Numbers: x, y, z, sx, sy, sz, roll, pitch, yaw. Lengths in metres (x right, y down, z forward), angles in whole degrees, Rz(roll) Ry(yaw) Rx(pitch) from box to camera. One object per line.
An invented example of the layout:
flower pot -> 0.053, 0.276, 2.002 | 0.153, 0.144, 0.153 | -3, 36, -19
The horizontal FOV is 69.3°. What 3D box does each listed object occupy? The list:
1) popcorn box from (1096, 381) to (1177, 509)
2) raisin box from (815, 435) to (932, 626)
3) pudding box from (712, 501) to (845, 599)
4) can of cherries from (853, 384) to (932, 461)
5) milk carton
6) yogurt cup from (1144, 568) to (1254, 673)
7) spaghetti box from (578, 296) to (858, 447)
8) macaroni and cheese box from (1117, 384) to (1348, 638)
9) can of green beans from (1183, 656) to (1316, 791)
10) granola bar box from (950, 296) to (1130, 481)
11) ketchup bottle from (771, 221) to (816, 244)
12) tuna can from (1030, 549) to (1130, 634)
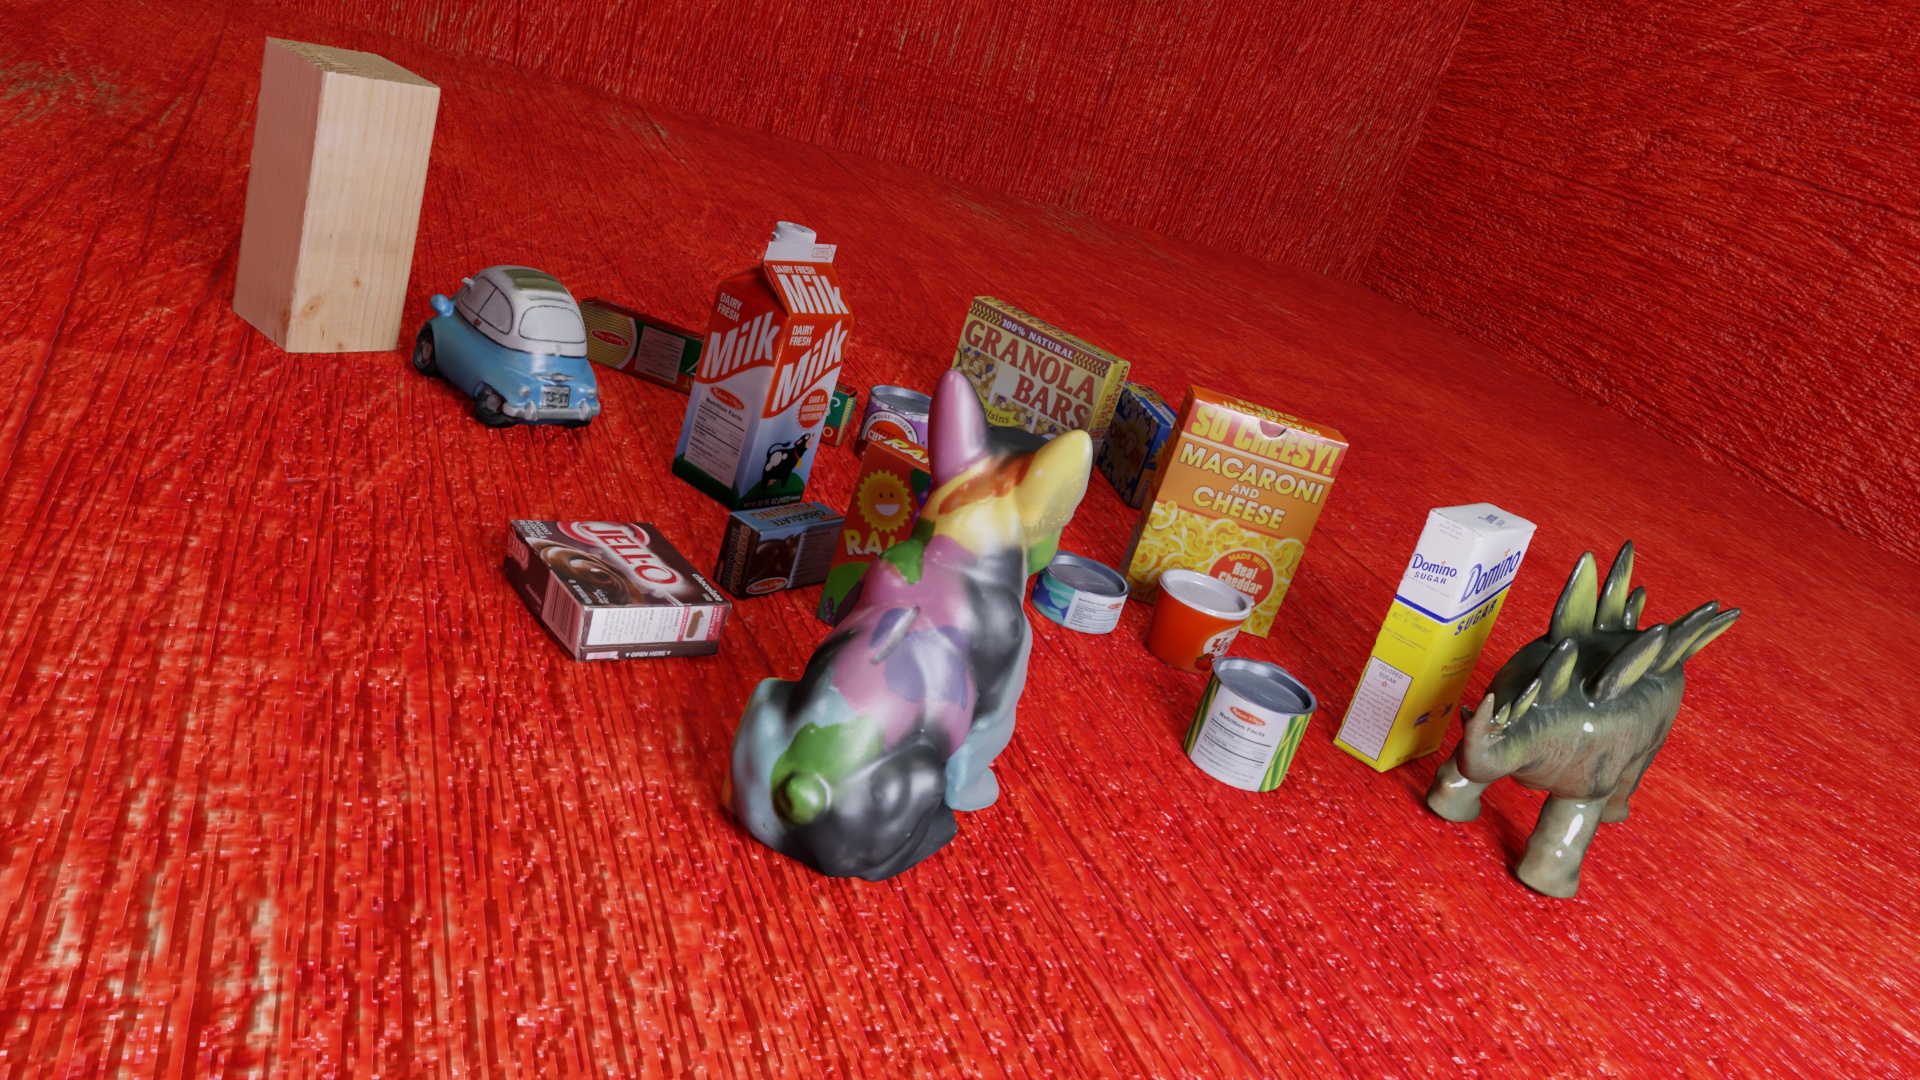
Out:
popcorn box -> 0.170, -0.090, 1.315 | 0.038, 0.085, 0.127 | 12, 22, -17
raisin box -> -0.030, 0.008, 0.854 | 0.086, 0.123, 0.040 | 28, 22, 23
pudding box -> -0.116, 0.005, 0.896 | 0.030, 0.049, 0.084 | 31, 24, 30
can of cherries -> -0.053, -0.093, 1.176 | 0.071, 0.058, 0.072 | 16, 21, -6
milk carton -> -0.138, -0.123, 0.997 | 0.073, 0.189, 0.072 | 30, 23, 28
yogurt cup -> 0.165, 0.059, 0.987 | 0.072, 0.053, 0.073 | 16, 21, -6
spaghetti box -> -0.210, -0.145, 1.188 | 0.250, 0.050, 0.029 | 20, 21, 3
macaroni and cheese box -> 0.204, -0.020, 1.057 | 0.124, 0.165, 0.040 | 16, 21, -5
can of green beans -> 0.178, 0.113, 0.857 | 0.071, 0.057, 0.071 | 16, 21, -6
granola bar box -> 0.065, -0.141, 1.301 | 0.166, 0.123, 0.039 | 31, 24, 29
ketchup bottle -> -0.166, -0.210, 1.247 | 0.043, 0.148, 0.065 | 4, 25, -34
tuna can -> 0.085, 0.037, 1.004 | 0.071, 0.032, 0.071 | 16, 21, -6
